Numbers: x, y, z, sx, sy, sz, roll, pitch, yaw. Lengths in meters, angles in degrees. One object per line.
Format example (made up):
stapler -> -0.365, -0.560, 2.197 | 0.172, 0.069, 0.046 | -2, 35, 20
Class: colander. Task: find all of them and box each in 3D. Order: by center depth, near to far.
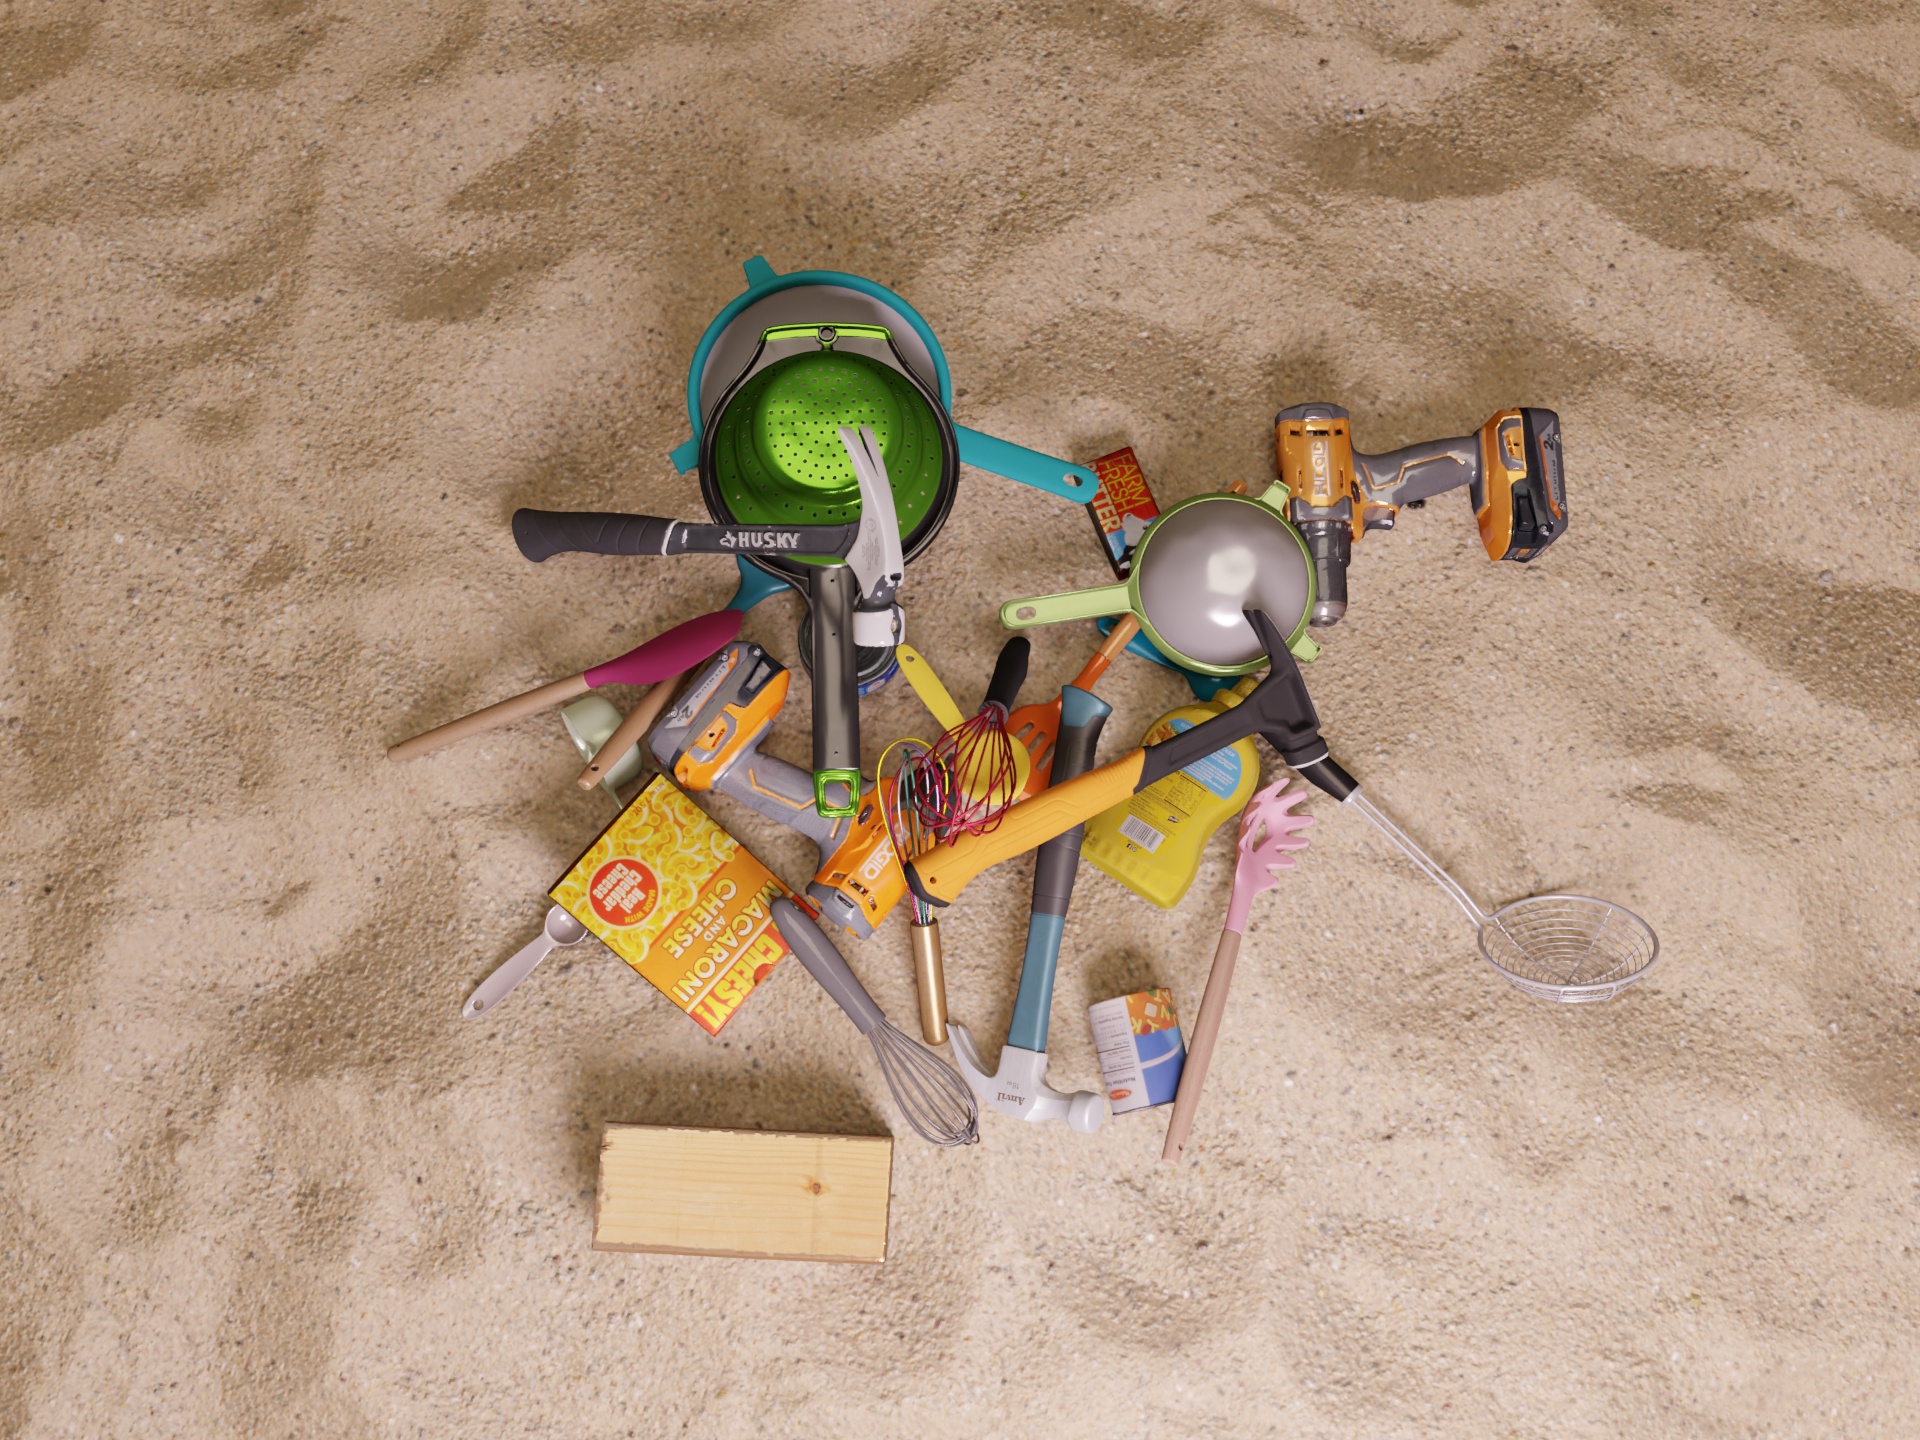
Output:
colander -> -0.097, -0.129, 1.191 | 0.204, 0.094, 0.397 | -2, 80, -4

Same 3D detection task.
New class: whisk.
whisk -> 0.020, 0.005, 1.181 | 0.073, 0.296, 0.073 | 5, 118, 10
whisk -> -0.026, 0.131, 1.193 | 0.047, 0.051, 0.245 | -11, 106, -21
whisk -> -0.065, 0.227, 1.198 | 0.055, 0.055, 0.239 | -39, 89, -10

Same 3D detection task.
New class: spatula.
spatula -> -0.205, -0.066, 1.258 | 0.082, 0.044, 0.318 | 30, 55, 6
spatula -> 0.132, -0.071, 1.287 | 0.081, 0.041, 0.322 | 38, 85, 8

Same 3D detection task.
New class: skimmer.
skimmer -> 0.368, 0.083, 1.238 | 0.363, 0.090, 0.127 | 43, 46, 12

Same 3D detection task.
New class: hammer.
hammer -> 0.109, 0.040, 1.175 | 0.337, 0.034, 0.127 | -26, 100, -12
hammer -> -0.203, -0.142, 1.192 | 0.409, 0.036, 0.149 | 7, 103, 38
hammer -> 0.070, 0.135, 1.210 | 0.128, 0.033, 0.331 | 5, 78, 29

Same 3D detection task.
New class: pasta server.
pasta server -> 0.204, 0.184, 1.201 | 0.060, 0.040, 0.316 | 36, 59, -26

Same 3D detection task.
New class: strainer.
strainer -> 0.158, -0.106, 1.247 | 0.256, 0.069, 0.151 | -9, 82, -2
strainer -> -0.054, -0.233, 1.310 | 0.340, 0.095, 0.211 | 19, 79, -1

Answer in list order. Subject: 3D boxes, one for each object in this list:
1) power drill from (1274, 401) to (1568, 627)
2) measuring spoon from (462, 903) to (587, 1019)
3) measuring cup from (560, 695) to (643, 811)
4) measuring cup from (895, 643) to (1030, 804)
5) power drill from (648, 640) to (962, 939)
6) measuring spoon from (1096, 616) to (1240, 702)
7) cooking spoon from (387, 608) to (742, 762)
power drill -> 0.374, -0.170, 1.310 | 0.226, 0.084, 0.185 | -1, 78, 3
measuring spoon -> -0.338, 0.189, 1.238 | 0.124, 0.018, 0.034 | -42, 80, -4
measuring cup -> -0.255, 0.054, 1.251 | 0.038, 0.083, 0.167 | -33, 94, -17
measuring cup -> -0.002, -0.004, 1.244 | 0.062, 0.029, 0.157 | -29, 74, -25
power drill -> -0.111, 0.040, 1.246 | 0.226, 0.084, 0.164 | 39, 76, 4
measuring spoon -> 0.170, -0.055, 1.303 | 0.128, 0.021, 0.042 | 27, 77, 5
cooking spoon -> -0.311, -0.023, 1.235 | 0.319, 0.017, 0.069 | -20, 35, 14
